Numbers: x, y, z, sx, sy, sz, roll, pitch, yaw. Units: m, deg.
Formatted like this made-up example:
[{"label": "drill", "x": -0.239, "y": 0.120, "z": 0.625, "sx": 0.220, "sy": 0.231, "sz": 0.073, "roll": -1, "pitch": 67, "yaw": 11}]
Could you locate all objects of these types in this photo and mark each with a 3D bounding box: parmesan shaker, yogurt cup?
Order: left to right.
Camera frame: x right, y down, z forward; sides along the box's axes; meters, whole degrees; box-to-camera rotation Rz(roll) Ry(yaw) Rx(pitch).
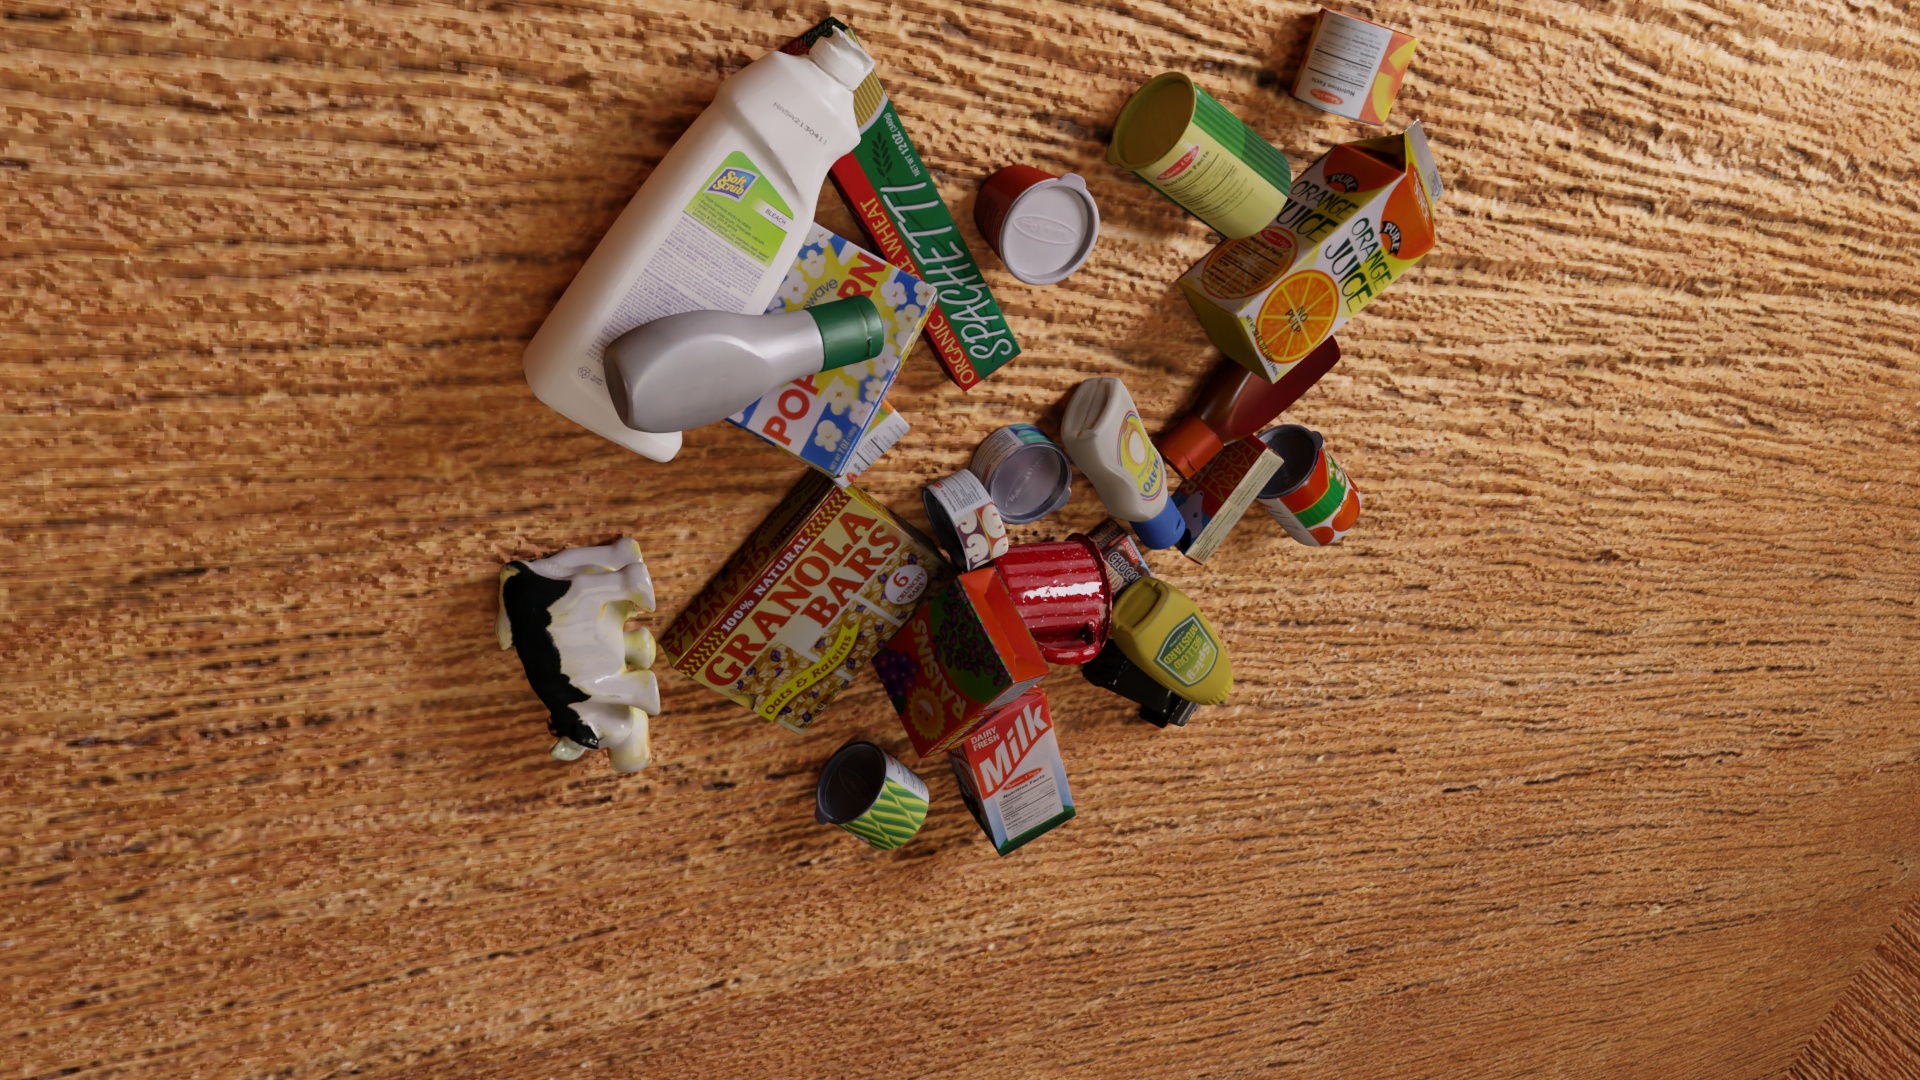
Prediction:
[{"label": "yogurt cup", "x": 0.044, "y": -0.199, "z": 0.861, "sx": 0.072, "sy": 0.054, "sz": 0.072, "roll": -15, "pitch": 127, "yaw": -21}, {"label": "parmesan shaker", "x": 0.153, "y": -0.243, "z": 0.888, "sx": 0.103, "sy": 0.071, "sz": 0.071, "roll": 22, "pitch": 108, "yaw": -39}]

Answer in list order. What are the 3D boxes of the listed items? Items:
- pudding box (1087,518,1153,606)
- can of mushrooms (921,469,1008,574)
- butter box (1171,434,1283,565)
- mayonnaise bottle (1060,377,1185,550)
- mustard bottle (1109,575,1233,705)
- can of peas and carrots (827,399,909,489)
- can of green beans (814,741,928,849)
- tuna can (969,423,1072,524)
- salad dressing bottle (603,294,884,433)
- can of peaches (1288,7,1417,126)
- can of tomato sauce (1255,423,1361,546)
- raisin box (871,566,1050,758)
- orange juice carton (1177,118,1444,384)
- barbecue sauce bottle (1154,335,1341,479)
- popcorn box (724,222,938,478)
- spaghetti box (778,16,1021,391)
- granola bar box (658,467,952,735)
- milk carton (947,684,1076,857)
[{"label": "pudding box", "x": 0.119, "y": 0.028, "z": 1.072, "sx": 0.050, "sy": 0.030, "sz": 0.083, "roll": -38, "pitch": 131, "yaw": -4}, {"label": "can of mushrooms", "x": 0.003, "y": -0.012, "z": 0.955, "sx": 0.033, "sy": 0.071, "sz": 0.070, "roll": -27, "pitch": 130, "yaw": -12}, {"label": "butter box", "x": 0.195, "y": -0.037, "z": 1.057, "sx": 0.024, "sy": 0.053, "sz": 0.103, "roll": 28, "pitch": 104, "yaw": -36}, {"label": "mayonnaise bottle", "x": 0.121, "y": -0.050, "z": 1.004, "sx": 0.147, "sy": 0.041, "sz": 0.065, "roll": 52, "pitch": 50, "yaw": -42}, {"label": "mustard bottle", "x": 0.176, "y": 0.090, "z": 1.088, "sx": 0.065, "sy": 0.049, "sz": 0.160, "roll": -50, "pitch": 130, "yaw": -3}, {"label": "can of peas and carrots", "x": -0.076, "y": -0.077, "z": 0.868, "sx": 0.059, "sy": 0.071, "sz": 0.070, "roll": -42, "pitch": 131, "yaw": 1}, {"label": "can of green beans", "x": -0.066, "y": 0.194, "z": 1.053, "sx": 0.071, "sy": 0.071, "sz": 0.057, "roll": -44, "pitch": 132, "yaw": 3}, {"label": "tuna can", "x": 0.044, "y": -0.046, "z": 0.977, "sx": 0.071, "sy": 0.033, "sz": 0.070, "roll": -15, "pitch": 127, "yaw": -21}, {"label": "salad dressing bottle", "x": -0.114, "y": -0.099, "z": 0.748, "sx": 0.148, "sy": 0.044, "sz": 0.064, "roll": -18, "pitch": 139, "yaw": -25}, {"label": "can of peaches", "x": 0.255, "y": -0.308, "z": 0.903, "sx": 0.071, "sy": 0.071, "sz": 0.057, "roll": 1, "pitch": 119, "yaw": -30}, {"label": "can of tomato sauce", "x": 0.267, "y": -0.043, "z": 1.084, "sx": 0.071, "sy": 0.071, "sz": 0.083, "roll": -47, "pitch": 132, "yaw": 6}, {"label": "raisin box", "x": -0.003, "y": 0.086, "z": 0.968, "sx": 0.040, "sy": 0.086, "sz": 0.122, "roll": -12, "pitch": 156, "yaw": -43}, {"label": "orange juice carton", "x": 0.255, "y": -0.206, "z": 0.964, "sx": 0.193, "sy": 0.073, "sz": 0.071, "roll": -40, "pitch": 131, "yaw": -1}, {"label": "barbecue sauce bottle", "x": 0.209, "y": -0.107, "z": 1.024, "sx": 0.148, "sy": 0.044, "sz": 0.064, "roll": -43, "pitch": 131, "yaw": 3}, {"label": "popcorn box", "x": -0.079, "y": -0.110, "z": 0.815, "sx": 0.085, "sy": 0.038, "sz": 0.126, "roll": 29, "pitch": 90, "yaw": 0}, {"label": "spaghetti box", "x": -0.034, "y": -0.192, "z": 0.838, "sx": 0.050, "sy": 0.029, "sz": 0.249, "roll": -36, "pitch": 131, "yaw": -3}, {"label": "granola bar box", "x": -0.103, "y": 0.043, "z": 0.948, "sx": 0.165, "sy": 0.039, "sz": 0.124, "roll": -48, "pitch": 131, "yaw": 6}, {"label": "milk carton", "x": 0.028, "y": 0.149, "z": 1.073, "sx": 0.073, "sy": 0.072, "sz": 0.189, "roll": -26, "pitch": 131, "yaw": -12}]
